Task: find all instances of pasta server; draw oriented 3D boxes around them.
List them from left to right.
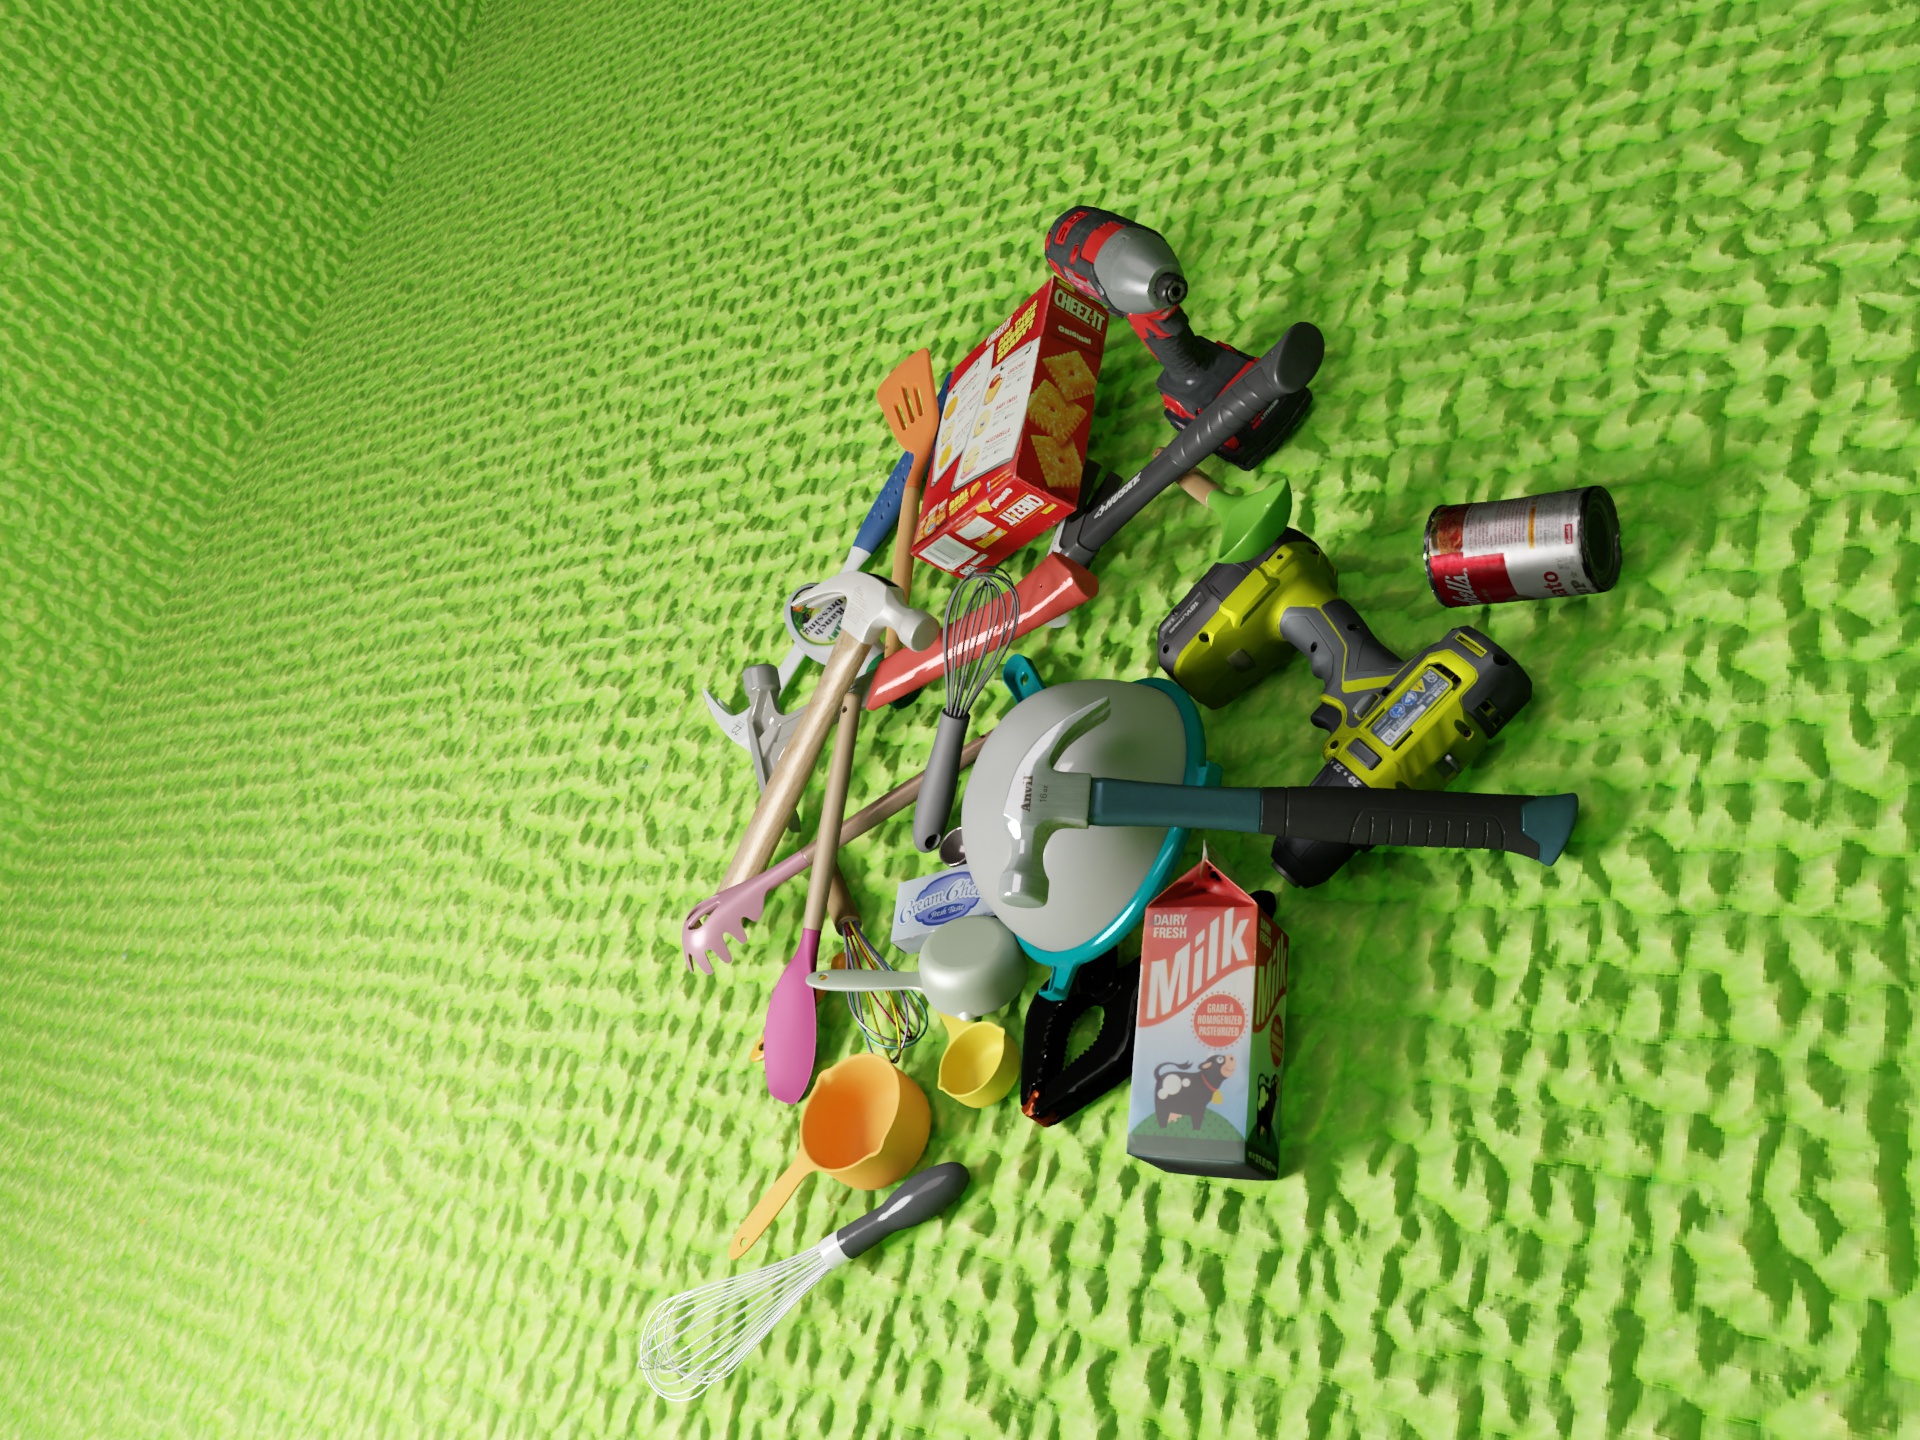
[{"bbox_3d":[-0.097,0.100,1.271,0.316,0.040,0.060,-33,34,3],"label":"pasta server"}]

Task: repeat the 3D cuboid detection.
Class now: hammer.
[{"bbox_3d":[-0.133,0.028,1.306,0.130,0.031,0.331,38,110,34],"label":"hammer"},{"bbox_3d":[-0.102,-0.150,1.483,0.144,0.035,0.405,22,78,48],"label":"hammer"},{"bbox_3d":[-0.038,-0.033,1.278,0.359,0.036,0.149,-25,71,34],"label":"hammer"},{"bbox_3d":[0.155,-0.192,1.167,0.334,0.035,0.146,-38,29,58],"label":"hammer"},{"bbox_3d":[0.191,0.055,0.939,0.331,0.033,0.128,3,70,8],"label":"hammer"}]

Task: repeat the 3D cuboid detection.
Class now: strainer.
[{"bbox_3d":[0.049,0.021,1.122,0.211,0.095,0.341,-57,26,18],"label":"strainer"}]

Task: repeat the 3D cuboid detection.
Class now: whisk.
[{"bbox_3d":[-0.110,0.379,1.096,0.284,0.070,0.070,-35,43,12],"label":"whisk"},{"bbox_3d":[-0.079,0.170,1.226,0.051,0.047,0.245,-28,38,-1],"label":"whisk"},{"bbox_3d":[-0.002,-0.004,1.208,0.055,0.055,0.238,43,126,50],"label":"whisk"}]

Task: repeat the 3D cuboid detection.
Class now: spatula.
[{"bbox_3d":[-0.052,-0.187,1.406,0.081,0.041,0.323,-31,44,43],"label":"spatula"}]

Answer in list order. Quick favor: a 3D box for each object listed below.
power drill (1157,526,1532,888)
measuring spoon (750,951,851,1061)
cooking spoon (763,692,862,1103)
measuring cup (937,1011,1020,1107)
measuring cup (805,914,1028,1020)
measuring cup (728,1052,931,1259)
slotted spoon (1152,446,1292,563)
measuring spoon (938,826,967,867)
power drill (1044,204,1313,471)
[{"bbox_3d":[0.231,-0.014,1.045,0.190,0.080,0.229,-47,43,6],"label":"power drill"},{"bbox_3d":[-0.128,0.226,1.254,0.117,0.011,0.021,-47,41,6],"label":"measuring spoon"},{"bbox_3d":[-0.109,0.136,1.230,0.069,0.017,0.319,6,85,50],"label":"cooking spoon"},{"bbox_3d":[0.003,0.217,1.136,0.062,0.029,0.157,-42,29,8],"label":"measuring cup"},{"bbox_3d":[-0.036,0.173,1.135,0.167,0.038,0.083,-4,34,16],"label":"measuring cup"},{"bbox_3d":[-0.091,0.316,1.115,0.173,0.052,0.095,-50,38,-2],"label":"measuring cup"},{"bbox_3d":[0.182,-0.168,1.156,0.070,0.031,0.314,-51,17,11],"label":"slotted spoon"},{"bbox_3d":[0.040,0.084,1.202,0.124,0.018,0.034,-22,45,22],"label":"measuring spoon"},{"bbox_3d":[0.165,-0.289,1.192,0.078,0.219,0.143,-49,40,4],"label":"power drill"}]
